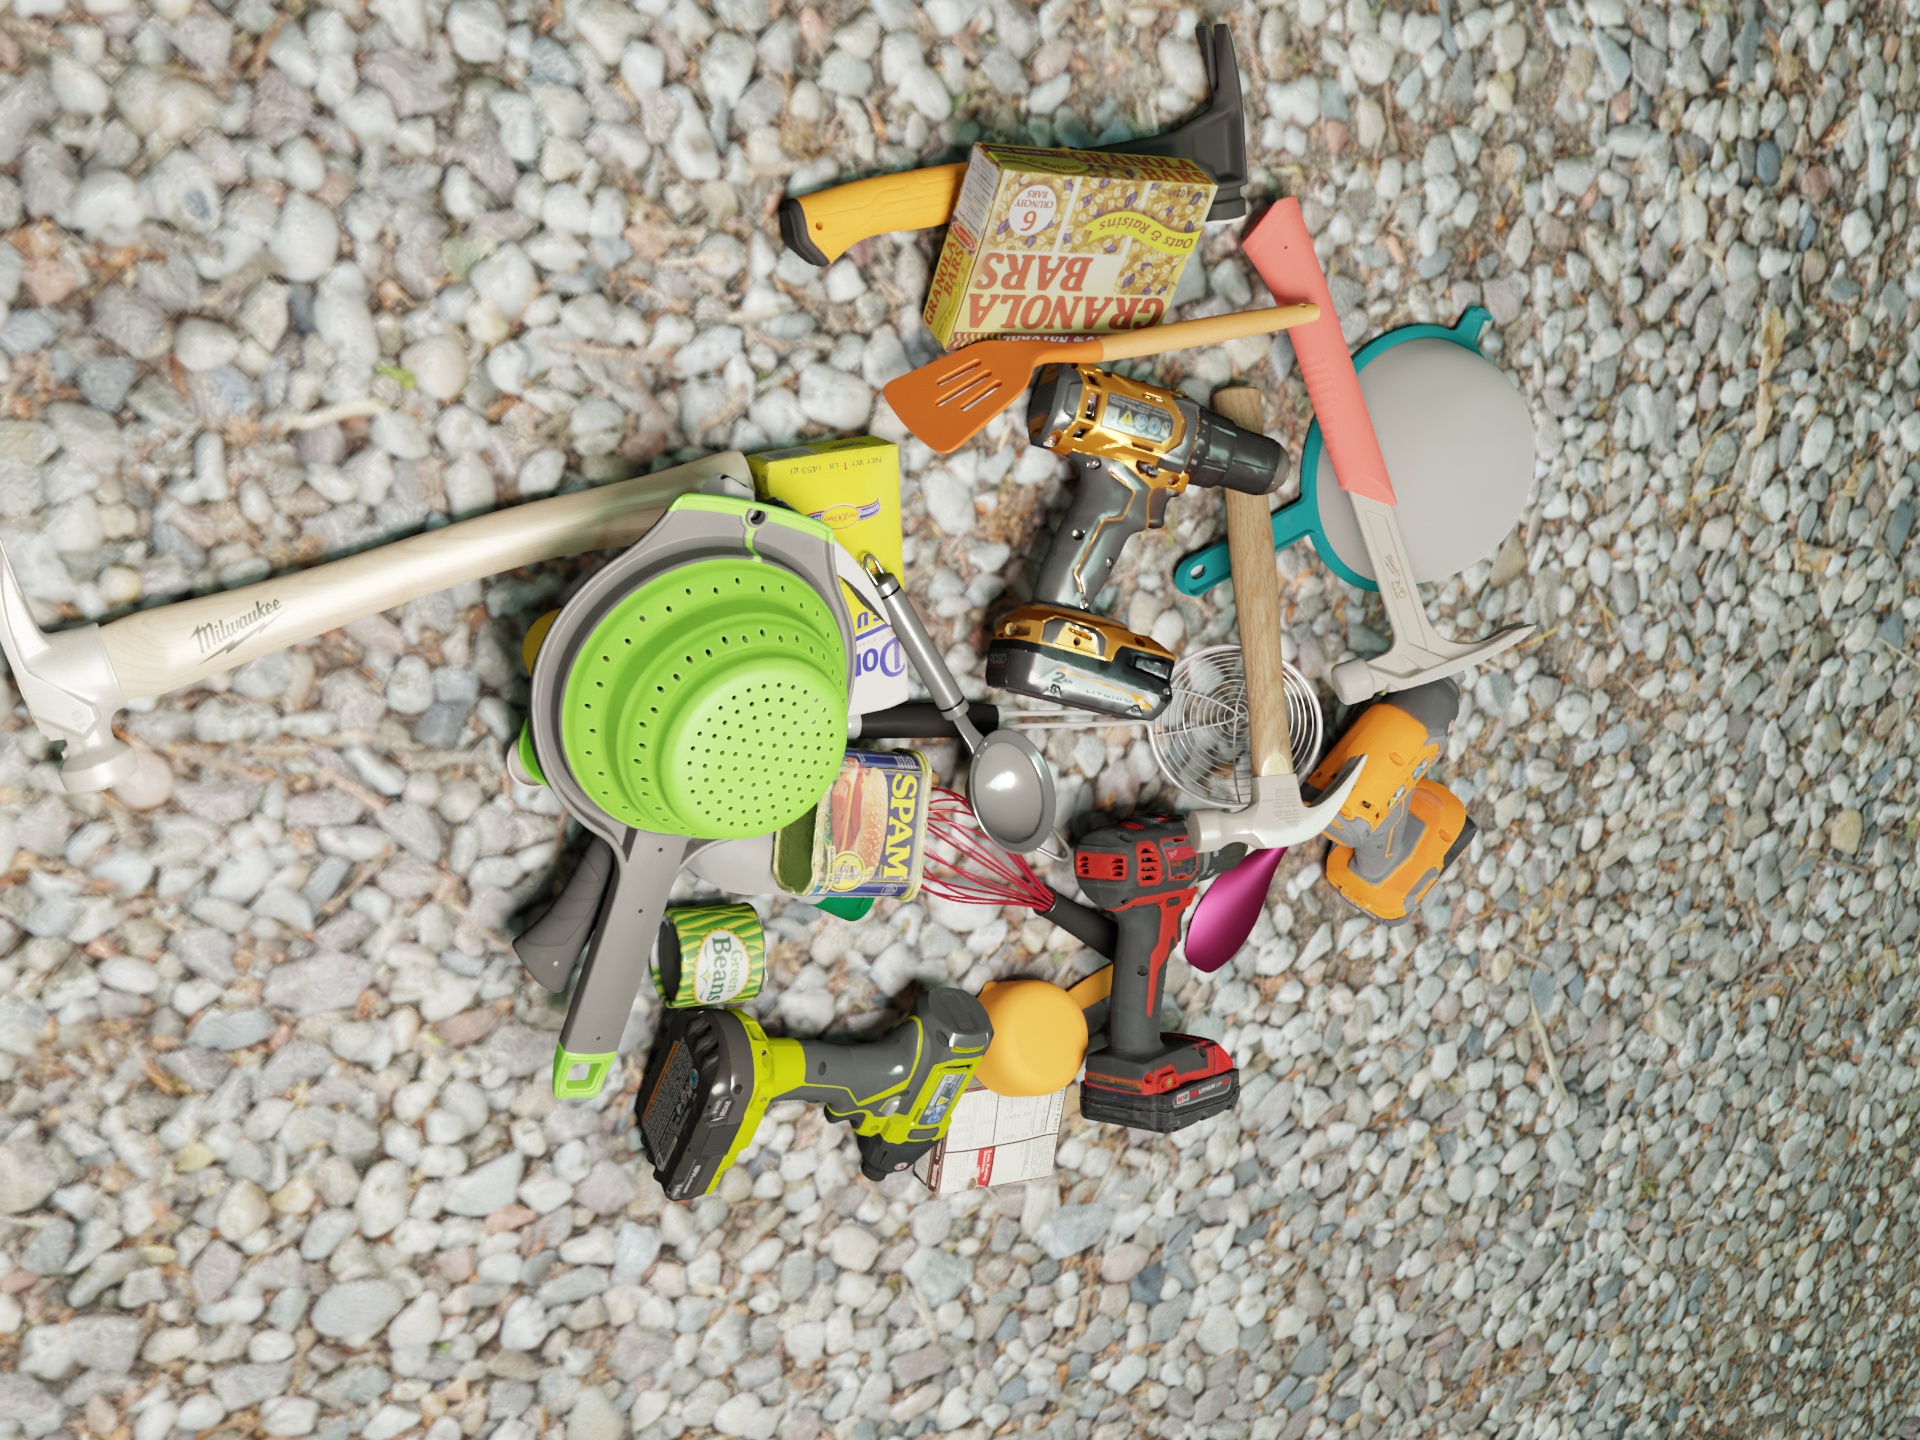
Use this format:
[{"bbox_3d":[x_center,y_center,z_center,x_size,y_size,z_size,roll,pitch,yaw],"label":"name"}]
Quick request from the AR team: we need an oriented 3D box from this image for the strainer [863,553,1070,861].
[{"bbox_3d":[-0.002,-0.003,1.054,0.258,0.050,0.087,60,43,-25],"label":"strainer"}]

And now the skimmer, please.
[{"bbox_3d":[0.091,0.006,1.132,0.363,0.090,0.127,-1,107,-30],"label":"skimmer"}]

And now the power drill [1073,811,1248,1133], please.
[{"bbox_3d":[0.161,0.181,1.206,0.187,0.080,0.227,-3,91,-50],"label":"power drill"}]

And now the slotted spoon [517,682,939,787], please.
[{"bbox_3d":[-0.141,0.023,1.033,0.313,0.031,0.070,9,107,-38],"label":"slotted spoon"}]

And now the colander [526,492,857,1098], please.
[{"bbox_3d":[-0.159,0.073,0.920,0.204,0.095,0.397,8,111,-37],"label":"colander"}]

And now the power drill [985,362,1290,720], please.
[{"bbox_3d":[0.121,-0.116,1.081,0.185,0.084,0.226,13,88,-17],"label":"power drill"}]

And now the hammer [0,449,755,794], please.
[{"bbox_3d":[-0.312,-0.094,0.898,0.410,0.038,0.146,-21,115,-23],"label":"hammer"}]

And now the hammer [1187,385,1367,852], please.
[{"bbox_3d":[0.216,-0.075,1.139,0.130,0.031,0.331,-4,86,-10],"label":"hammer"}]

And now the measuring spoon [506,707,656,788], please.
[{"bbox_3d":[-0.227,0.011,0.999,0.124,0.018,0.034,-20,107,-31],"label":"measuring spoon"}]

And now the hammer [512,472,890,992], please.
[{"bbox_3d":[-0.172,0.023,0.969,0.146,0.035,0.335,26,99,-42],"label":"hammer"}]

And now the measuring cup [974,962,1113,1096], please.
[{"bbox_3d":[0.085,0.222,1.214,0.173,0.052,0.095,-25,92,-31],"label":"measuring cup"}]

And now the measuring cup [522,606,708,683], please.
[{"bbox_3d":[-0.199,-0.045,0.988,0.156,0.029,0.062,-2,135,-43],"label":"measuring cup"}]

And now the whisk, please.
[{"bbox_3d":[0.050,0.127,1.171,0.295,0.073,0.073,34,88,-40],"label":"whisk"}]

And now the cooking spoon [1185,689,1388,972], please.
[{"bbox_3d":[0.282,0.071,1.308,0.068,0.017,0.319,34,88,-35],"label":"cooking spoon"}]

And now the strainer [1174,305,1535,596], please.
[{"bbox_3d":[0.319,-0.165,1.202,0.340,0.095,0.210,-28,119,-21],"label":"strainer"}]

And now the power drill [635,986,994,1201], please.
[{"bbox_3d":[-0.102,0.266,1.109,0.223,0.080,0.171,5,124,-34],"label":"power drill"}]

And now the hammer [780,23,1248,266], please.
[{"bbox_3d":[0.041,-0.353,1.013,0.337,0.034,0.127,-20,116,-23],"label":"hammer"}]

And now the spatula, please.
[{"bbox_3d":[0.106,-0.236,1.033,0.322,0.081,0.041,-16,138,-27],"label":"spatula"}]

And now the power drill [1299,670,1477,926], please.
[{"bbox_3d":[0.349,0.057,1.259,0.164,0.084,0.226,-48,147,-9],"label":"power drill"}]

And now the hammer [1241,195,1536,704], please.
[{"bbox_3d":[0.290,-0.199,1.140,0.149,0.037,0.359,-20,99,-1],"label":"hammer"}]
